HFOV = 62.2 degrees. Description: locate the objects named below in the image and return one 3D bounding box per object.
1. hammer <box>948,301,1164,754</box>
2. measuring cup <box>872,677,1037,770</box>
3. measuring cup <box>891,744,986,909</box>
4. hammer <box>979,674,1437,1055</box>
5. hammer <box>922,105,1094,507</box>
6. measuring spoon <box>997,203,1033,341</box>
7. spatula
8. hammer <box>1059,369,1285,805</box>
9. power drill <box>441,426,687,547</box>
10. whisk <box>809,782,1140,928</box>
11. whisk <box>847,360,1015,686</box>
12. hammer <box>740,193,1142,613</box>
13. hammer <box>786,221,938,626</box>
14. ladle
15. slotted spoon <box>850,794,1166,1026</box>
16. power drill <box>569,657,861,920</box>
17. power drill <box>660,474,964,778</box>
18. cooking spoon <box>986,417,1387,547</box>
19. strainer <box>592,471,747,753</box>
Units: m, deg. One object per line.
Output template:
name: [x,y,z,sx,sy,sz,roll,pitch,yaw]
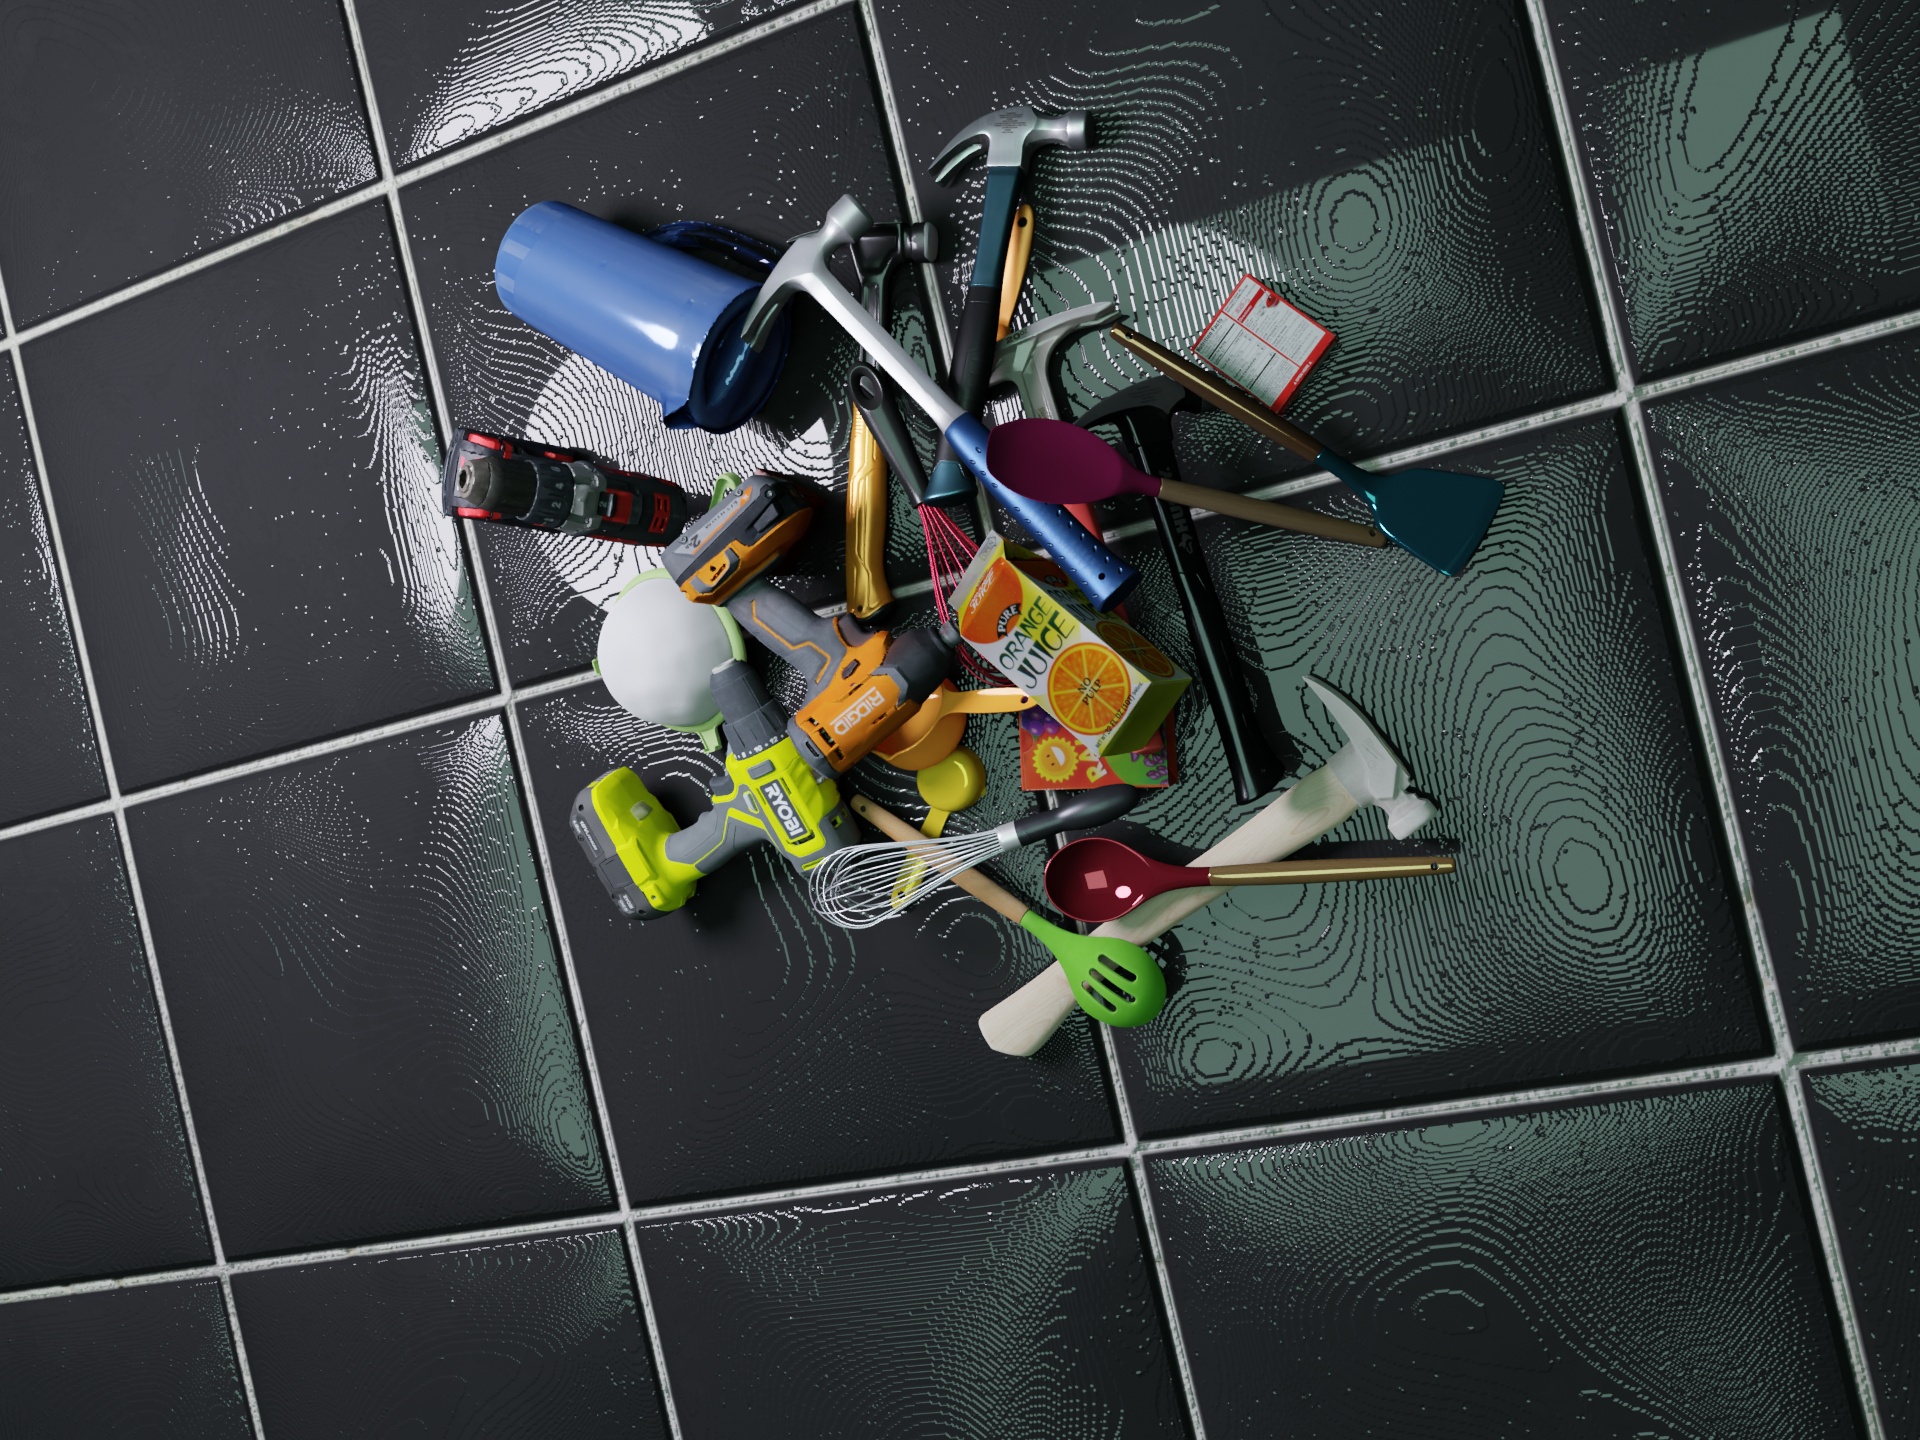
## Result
hammer: [0.104,-0.147,1.263,0.149,0.036,0.359,-20,79,20]
measuring cup: [-0.002,-0.004,1.305,0.174,0.052,0.095,-3,65,30]
measuring cup: [-0.029,0.094,1.353,0.062,0.029,0.156,26,100,16]
hammer: [0.171,0.135,1.284,0.410,0.038,0.146,-39,80,18]
hammer: [0.019,-0.332,1.275,0.128,0.033,0.331,8,85,21]
measuring spoon: [0.041,-0.366,1.307,0.021,0.011,0.117,15,99,18]
spatula: [0.252,-0.219,1.203,0.317,0.044,0.082,31,88,0]
hammer: [0.176,-0.098,1.220,0.146,0.035,0.335,-15,87,-18]
power drill: [-0.360,-0.195,1.335,0.227,0.187,0.080,19,100,48]
whisk: [0.010,0.105,1.284,0.284,0.070,0.070,-19,87,10]
whisk: [-0.019,-0.162,1.303,0.073,0.073,0.296,-27,89,19]
hammer: [-0.014,-0.233,1.235,0.144,0.035,0.406,-44,72,8]
hammer: [-0.085,-0.248,1.348,0.127,0.034,0.337,3,95,18]
ladle: [0.219,0.118,1.232,0.315,0.031,0.069,-5,91,20]
slotted spoon: [0.032,0.149,1.309,0.314,0.031,0.070,33,102,20]
power drill: [-0.219,0.065,1.366,0.228,0.080,0.190,-23,101,25]
power drill: [-0.113,-0.087,1.276,0.164,0.084,0.226,-38,91,11]
cooking spoon: [0.173,-0.169,1.194,0.318,0.017,0.069,11,71,-10]
strainer: [-0.246,-0.095,1.361,0.151,0.069,0.256,34,122,17]
